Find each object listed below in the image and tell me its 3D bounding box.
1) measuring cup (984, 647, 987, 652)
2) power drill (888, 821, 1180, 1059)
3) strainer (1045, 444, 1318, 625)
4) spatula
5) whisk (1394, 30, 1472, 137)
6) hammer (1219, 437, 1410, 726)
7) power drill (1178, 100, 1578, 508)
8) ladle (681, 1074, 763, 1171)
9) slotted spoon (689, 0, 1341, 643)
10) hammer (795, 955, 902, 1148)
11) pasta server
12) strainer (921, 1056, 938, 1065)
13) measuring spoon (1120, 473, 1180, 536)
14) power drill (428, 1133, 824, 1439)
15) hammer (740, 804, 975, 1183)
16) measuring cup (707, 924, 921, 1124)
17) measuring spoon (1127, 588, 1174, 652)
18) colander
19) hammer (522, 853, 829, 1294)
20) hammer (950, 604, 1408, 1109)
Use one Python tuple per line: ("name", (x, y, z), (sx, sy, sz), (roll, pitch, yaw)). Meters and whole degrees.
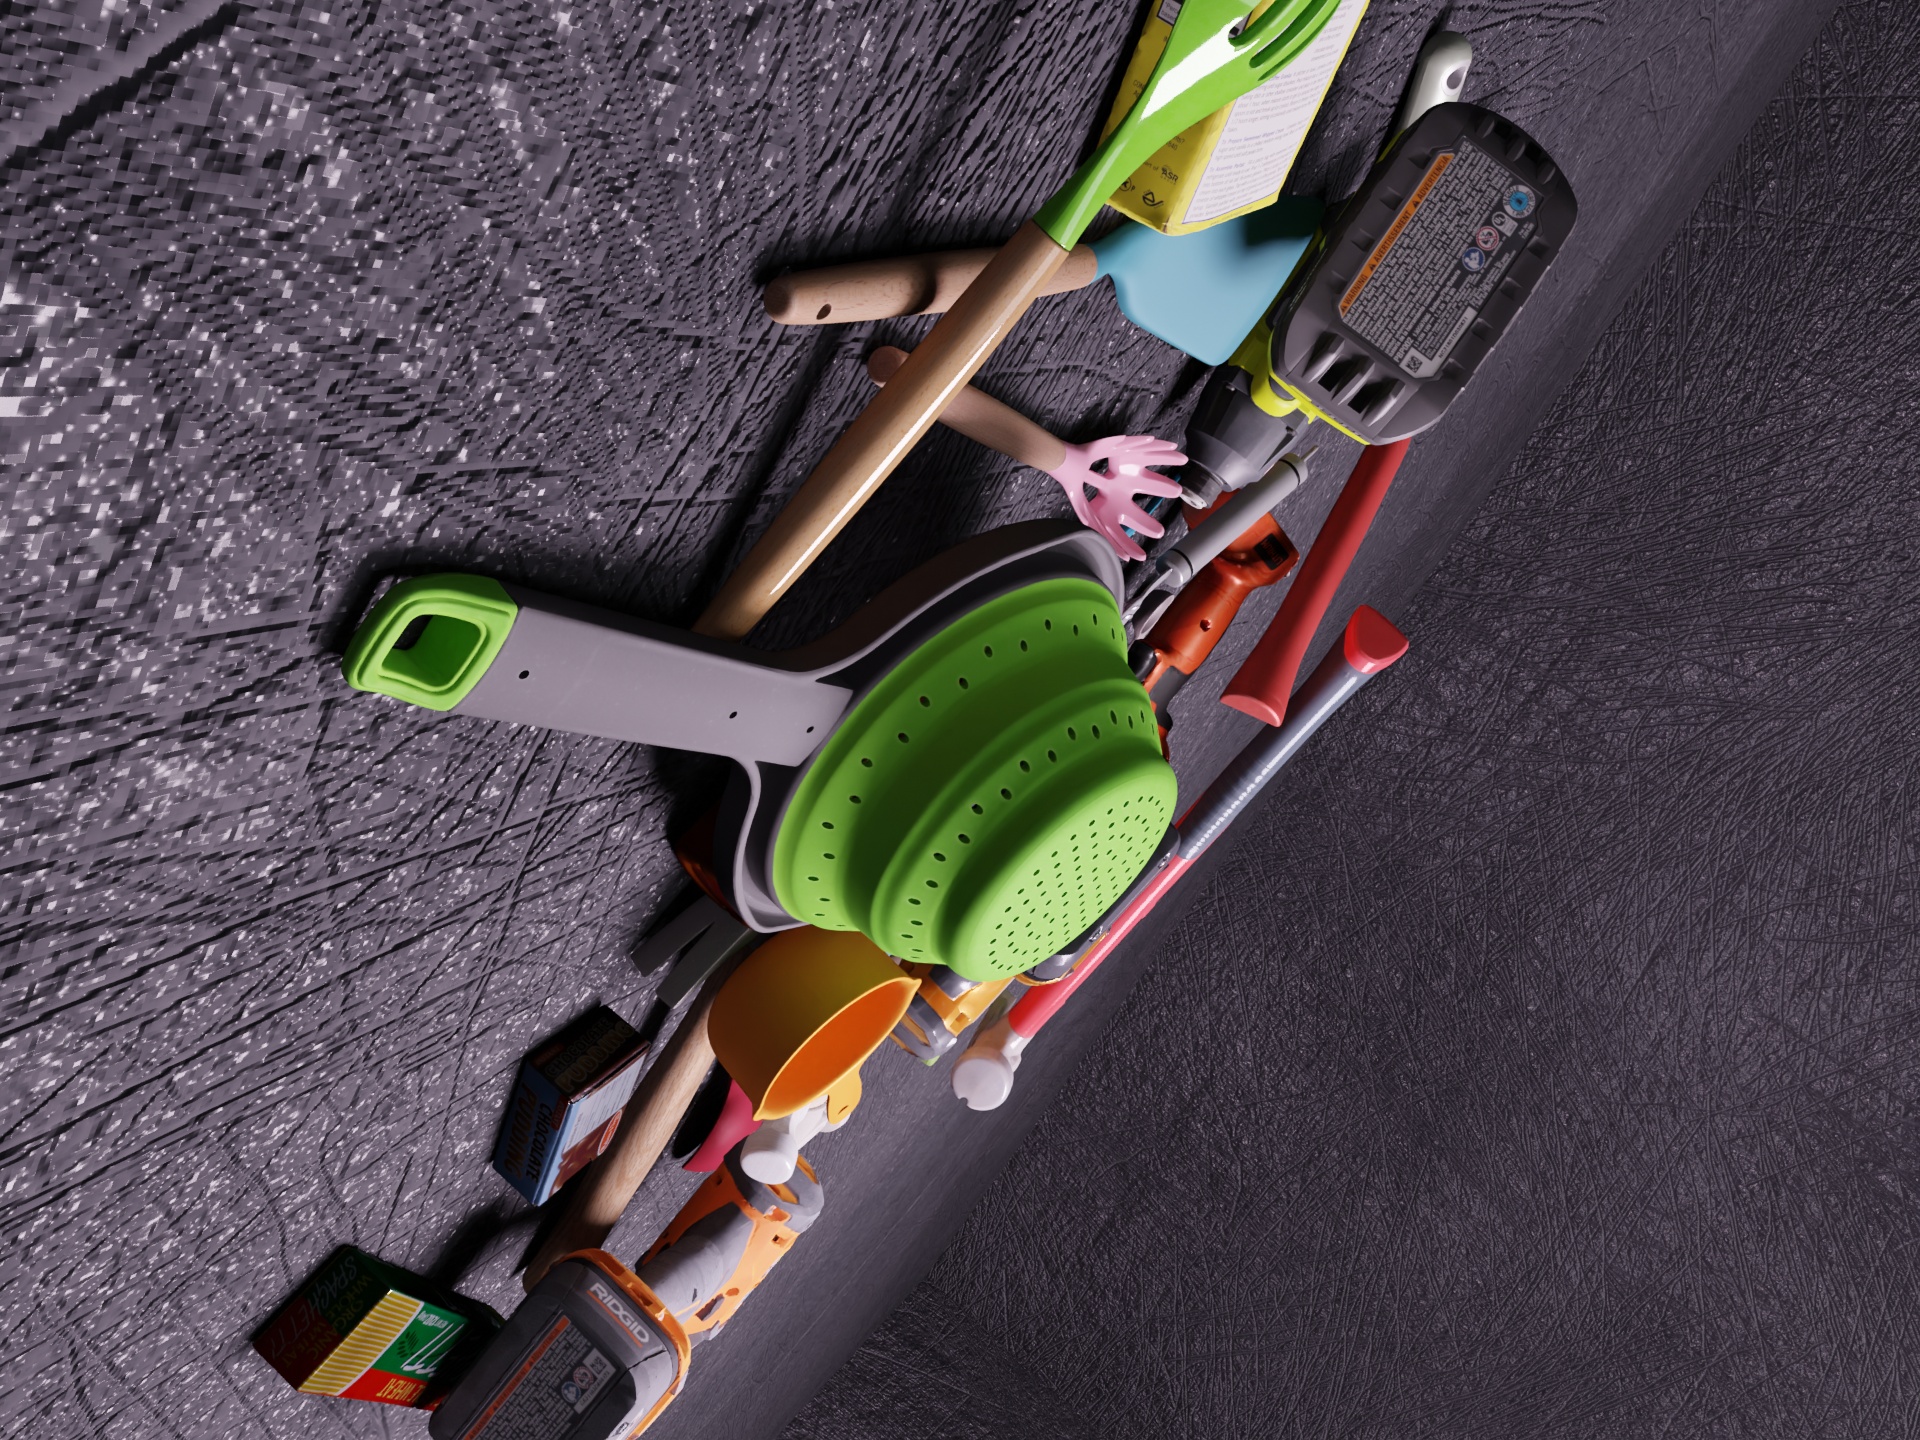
("measuring cup", (-0.001, -0.003, 0.834), (0.062, 0.029, 0.156), (-45, 174, -8))
("power drill", (0.045, 0.097, 0.920), (0.185, 0.084, 0.226), (-43, 174, -29))
("strainer", (0.105, -0.076, 0.835), (0.258, 0.050, 0.087), (-40, 173, -23))
("spatula", (0.039, -0.153, 0.558), (0.317, 0.044, 0.082), (-29, 157, -54))
("whisk", (0.233, -0.265, 0.879), (0.058, 0.059, 0.246), (-26, 150, -22))
("hammer", (0.246, -0.151, 0.938), (0.359, 0.037, 0.149), (-59, 164, -22))
("power drill", (0.174, -0.179, 0.734), (0.171, 0.080, 0.223), (-56, -175, -1))
("ladle", (-0.119, 0.177, 0.886), (0.069, 0.031, 0.315), (-44, 161, -37))
("slotted spoon", (0.011, -0.125, 0.479), (0.313, 0.031, 0.070), (-47, 159, 19))
("hammer", (-0.024, 0.129, 1.037), (0.410, 0.038, 0.146), (-57, 163, 15))
("pasta server", (0.036, -0.112, 0.657), (0.060, 0.040, 0.316), (-67, 162, 8))
("strainer", (0.035, 0.121, 1.117), (0.256, 0.069, 0.151), (-51, 171, -9))
("measuring spoon", (0.092, -0.116, 0.867), (0.042, 0.021, 0.129), (-51, 178, 36))
("power drill", (-0.171, 0.319, 0.832), (0.164, 0.084, 0.226), (-52, 169, 14))
("hammer", (-0.032, 0.098, 0.815), (0.330, 0.033, 0.128), (-59, -170, 35))
("measuring cup", (-0.071, 0.147, 0.742), (0.095, 0.052, 0.173), (-38, 160, -20))
("measuring spoon", (0.102, -0.044, 1.062), (0.034, 0.018, 0.124), (-33, 163, -51))
("colander", (-0.025, 0.022, 0.537), (0.204, 0.095, 0.396), (-52, 153, 14))
("hammer", (-0.145, 0.182, 0.781), (0.130, 0.031, 0.331), (-13, 142, -54))
("hammer", (0.133, 0.081, 0.994), (0.386, 0.038, 0.143), (-50, 178, 17))
